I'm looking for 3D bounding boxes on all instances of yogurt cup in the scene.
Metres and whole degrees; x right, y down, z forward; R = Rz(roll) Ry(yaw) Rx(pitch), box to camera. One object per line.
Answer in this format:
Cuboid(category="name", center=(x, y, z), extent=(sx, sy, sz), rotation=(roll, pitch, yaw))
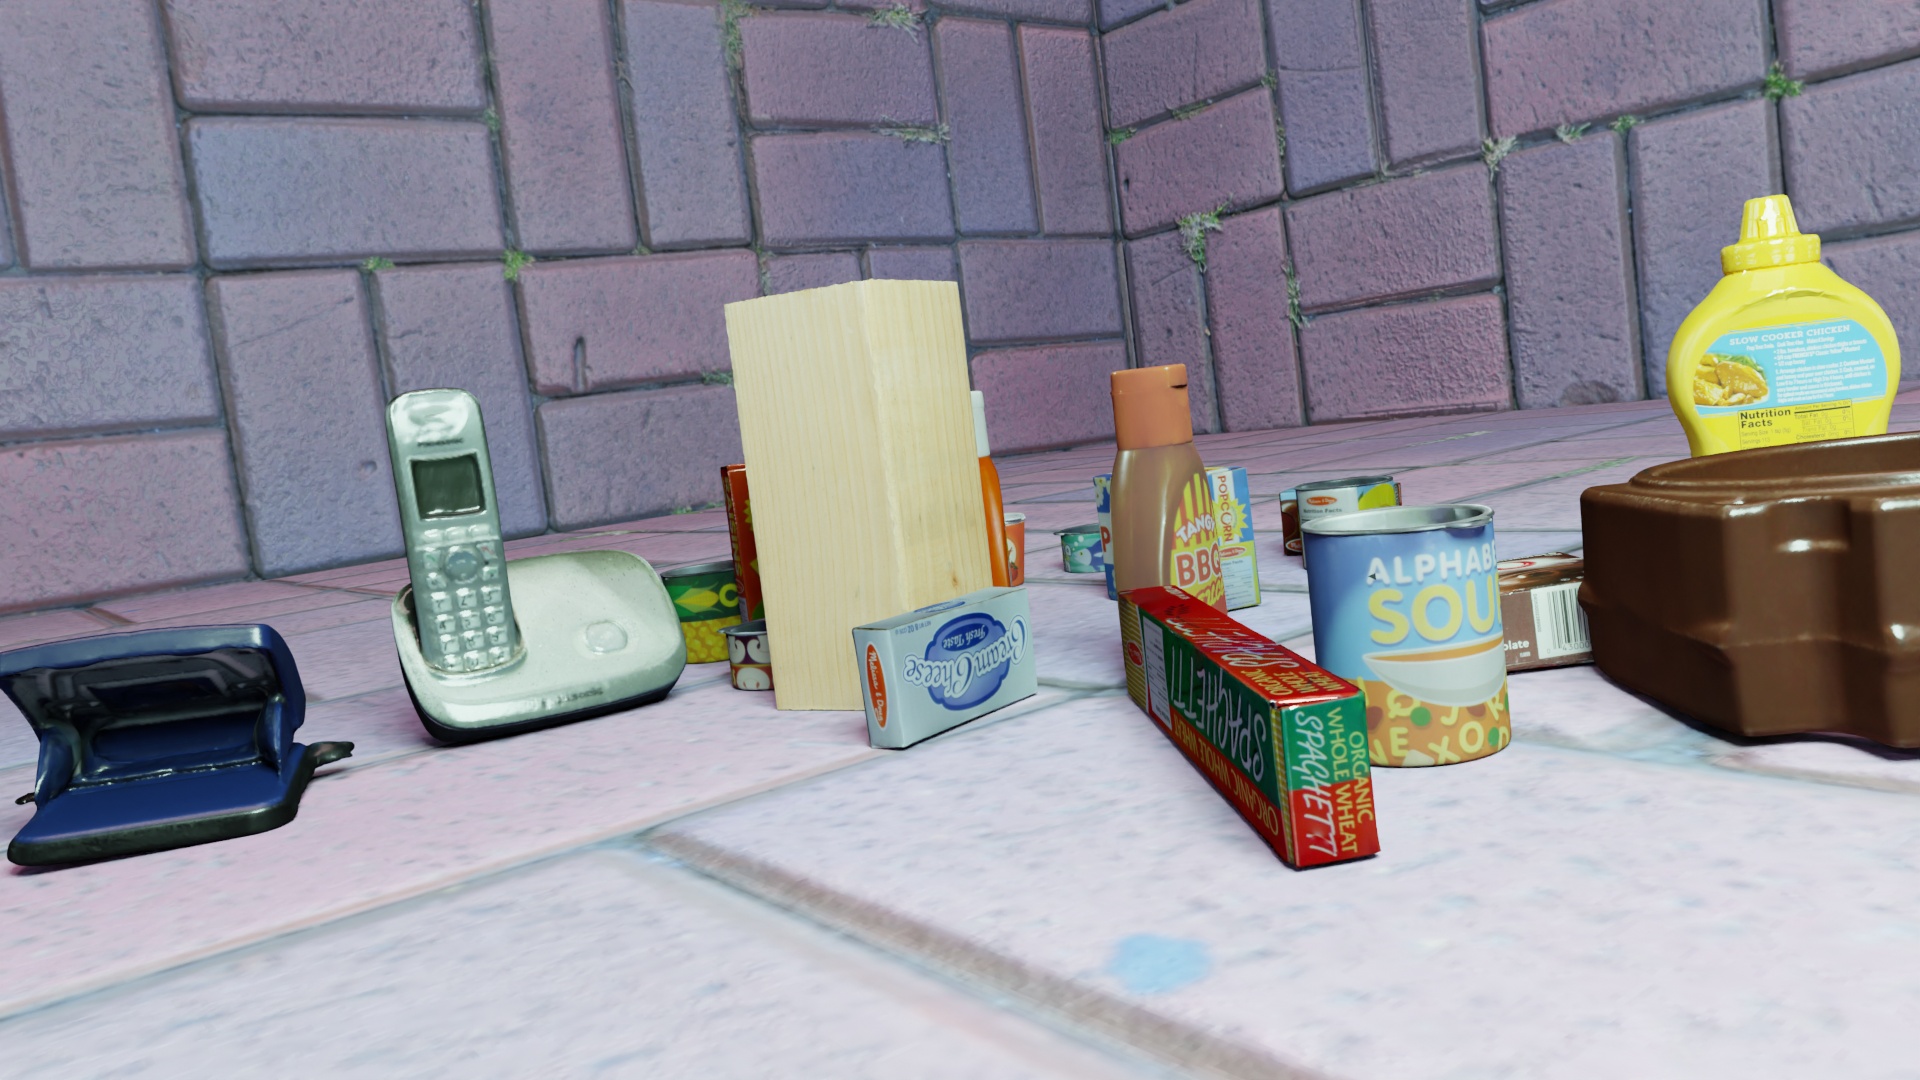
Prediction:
Cuboid(category="yogurt cup", center=(0.019, 0.009, 1.067), extent=(0.072, 0.054, 0.072), rotation=(-7, 5, 1))

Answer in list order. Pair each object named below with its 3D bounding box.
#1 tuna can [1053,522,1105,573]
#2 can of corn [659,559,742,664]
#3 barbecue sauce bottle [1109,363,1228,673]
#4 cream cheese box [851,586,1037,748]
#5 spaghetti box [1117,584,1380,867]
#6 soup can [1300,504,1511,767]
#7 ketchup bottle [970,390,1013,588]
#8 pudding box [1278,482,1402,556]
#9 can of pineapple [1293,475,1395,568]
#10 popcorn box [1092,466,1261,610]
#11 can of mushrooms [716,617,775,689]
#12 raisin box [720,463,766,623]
Cuboid(category="tuna can", center=(0.110, 0.005, 1.103), extent=(0.071, 0.032, 0.071), rotation=(-7, 5, 1))
Cuboid(category="can of corn", center=(-0.156, 0.045, 0.903), extent=(0.071, 0.058, 0.071), rotation=(-7, 5, 1))
Cuboid(category="barbecue sauce bottle", center=(0.098, -0.009, 0.670), extent=(0.043, 0.148, 0.065), rotation=(-3, 6, 39))
Cuboid(category="cream cheese box", center=(-0.005, 0.055, 0.629), extent=(0.024, 0.053, 0.104), rotation=(-3, 7, 38))
Cuboid(category="spaghetti box", center=(0.095, 0.056, 0.510), extent=(0.029, 0.050, 0.250), rotation=(-7, 6, -3))
Cuboid(category="soup can", center=(0.161, 0.032, 0.496), extent=(0.071, 0.083, 0.071), rotation=(-7, 5, 1))
Cuboid(category="ketchup bottle", center=(0.003, -0.010, 0.796), extent=(0.043, 0.148, 0.065), rotation=(-8, 5, -14))
Cuboid(category="pudding box", center=(0.279, -0.016, 1.017), extent=(0.083, 0.049, 0.030), rotation=(-3, 7, 37))
Cuboid(category="can of pineapple", center=(0.267, -0.012, 0.953), extent=(0.071, 0.057, 0.071), rotation=(-7, 5, 1))
Cuboid(category="popcorn box", center=(0.134, -0.002, 0.878), extent=(0.038, 0.085, 0.126), rotation=(-9, 6, -23))
Cuboid(category="can of mushrooms", center=(-0.101, 0.062, 0.788), extent=(0.071, 0.033, 0.071), rotation=(-7, 5, 1))
Cuboid(category="raisin box", center=(-0.098, 0.009, 0.860), extent=(0.086, 0.123, 0.040), rotation=(-9, 5, -17))
